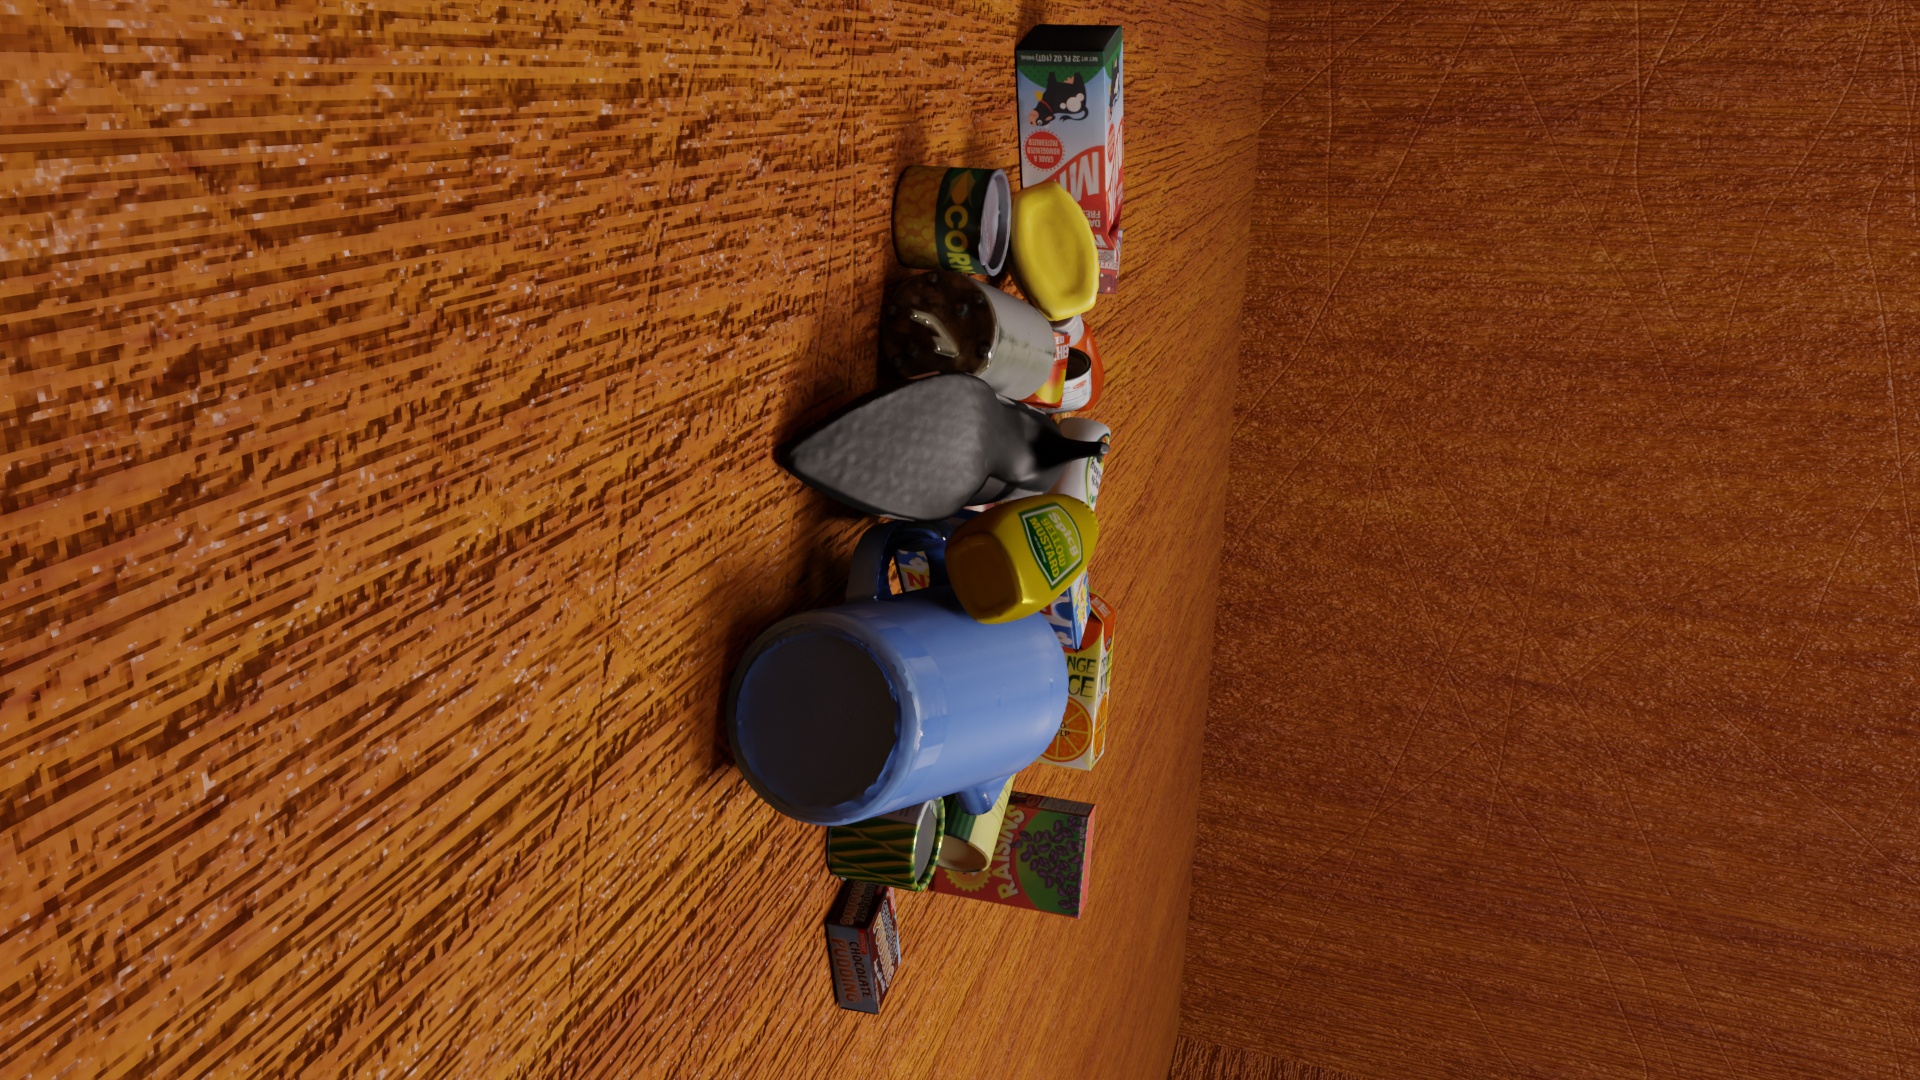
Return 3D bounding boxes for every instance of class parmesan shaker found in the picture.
[{"bbox_3d":[0.003,0.191,1.061,0.071,0.071,0.103,78,25,-49],"label":"parmesan shaker"}]

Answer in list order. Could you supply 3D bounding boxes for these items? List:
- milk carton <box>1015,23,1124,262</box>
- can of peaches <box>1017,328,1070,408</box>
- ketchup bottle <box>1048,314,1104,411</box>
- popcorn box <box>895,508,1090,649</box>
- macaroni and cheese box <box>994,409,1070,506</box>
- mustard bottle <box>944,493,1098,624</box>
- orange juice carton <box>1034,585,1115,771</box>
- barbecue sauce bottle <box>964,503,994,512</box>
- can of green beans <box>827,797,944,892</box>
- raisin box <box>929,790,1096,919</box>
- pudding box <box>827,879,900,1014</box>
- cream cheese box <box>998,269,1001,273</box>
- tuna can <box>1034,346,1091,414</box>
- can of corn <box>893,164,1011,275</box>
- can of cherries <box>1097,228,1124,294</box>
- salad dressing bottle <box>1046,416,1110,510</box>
[{"bbox_3d":[0.093,-0.317,1.139,0.074,0.072,0.189,-64,155,-50],"label":"milk carton"},{"bbox_3d":[0.051,-0.135,1.077,0.071,0.071,0.058,3,95,-74],"label":"can of peaches"},{"bbox_3d":[0.102,-0.177,1.284,0.148,0.043,0.065,57,42,-66],"label":"ketchup bottle"},{"bbox_3d":[0.022,0.023,0.940,0.084,0.127,0.038,80,28,-47],"label":"popcorn box"},{"bbox_3d":[0.063,-0.039,1.216,0.124,0.040,0.165,-61,154,-51],"label":"macaroni and cheese box"},{"bbox_3d":[0.047,0.001,0.832,0.161,0.048,0.065,-29,96,-59],"label":"mustard bottle"},{"bbox_3d":[0.111,0.125,1.391,0.072,0.073,0.192,-20,116,-72],"label":"orange juice carton"},{"bbox_3d":[0.004,-0.013,1.014,0.147,0.044,0.065,77,26,-49],"label":"barbecue sauce bottle"},{"bbox_3d":[-0.047,0.190,0.898,0.071,0.058,0.071,6,91,-74],"label":"can of green beans"},{"bbox_3d":[0.042,0.247,1.112,0.040,0.123,0.086,-23,120,-73],"label":"raisin box"},{"bbox_3d":[-0.063,0.268,0.925,0.050,0.030,0.083,-61,154,-54],"label":"pudding box"},{"bbox_3d":[0.007,-0.220,0.972,0.104,0.024,0.053,-11,106,-73],"label":"cream cheese box"},{"bbox_3d":[0.077,-0.138,1.180,0.071,0.071,0.032,-62,155,-51],"label":"tuna can"},{"bbox_3d":[-0.005,-0.201,0.875,0.071,0.058,0.071,6,91,-74],"label":"can of corn"},{"bbox_3d":[0.110,-0.250,1.233,0.071,0.071,0.058,-27,124,-71],"label":"can of cherries"},{"bbox_3d":[0.090,-0.027,1.157,0.064,0.044,0.148,49,52,-70],"label":"salad dressing bottle"}]
